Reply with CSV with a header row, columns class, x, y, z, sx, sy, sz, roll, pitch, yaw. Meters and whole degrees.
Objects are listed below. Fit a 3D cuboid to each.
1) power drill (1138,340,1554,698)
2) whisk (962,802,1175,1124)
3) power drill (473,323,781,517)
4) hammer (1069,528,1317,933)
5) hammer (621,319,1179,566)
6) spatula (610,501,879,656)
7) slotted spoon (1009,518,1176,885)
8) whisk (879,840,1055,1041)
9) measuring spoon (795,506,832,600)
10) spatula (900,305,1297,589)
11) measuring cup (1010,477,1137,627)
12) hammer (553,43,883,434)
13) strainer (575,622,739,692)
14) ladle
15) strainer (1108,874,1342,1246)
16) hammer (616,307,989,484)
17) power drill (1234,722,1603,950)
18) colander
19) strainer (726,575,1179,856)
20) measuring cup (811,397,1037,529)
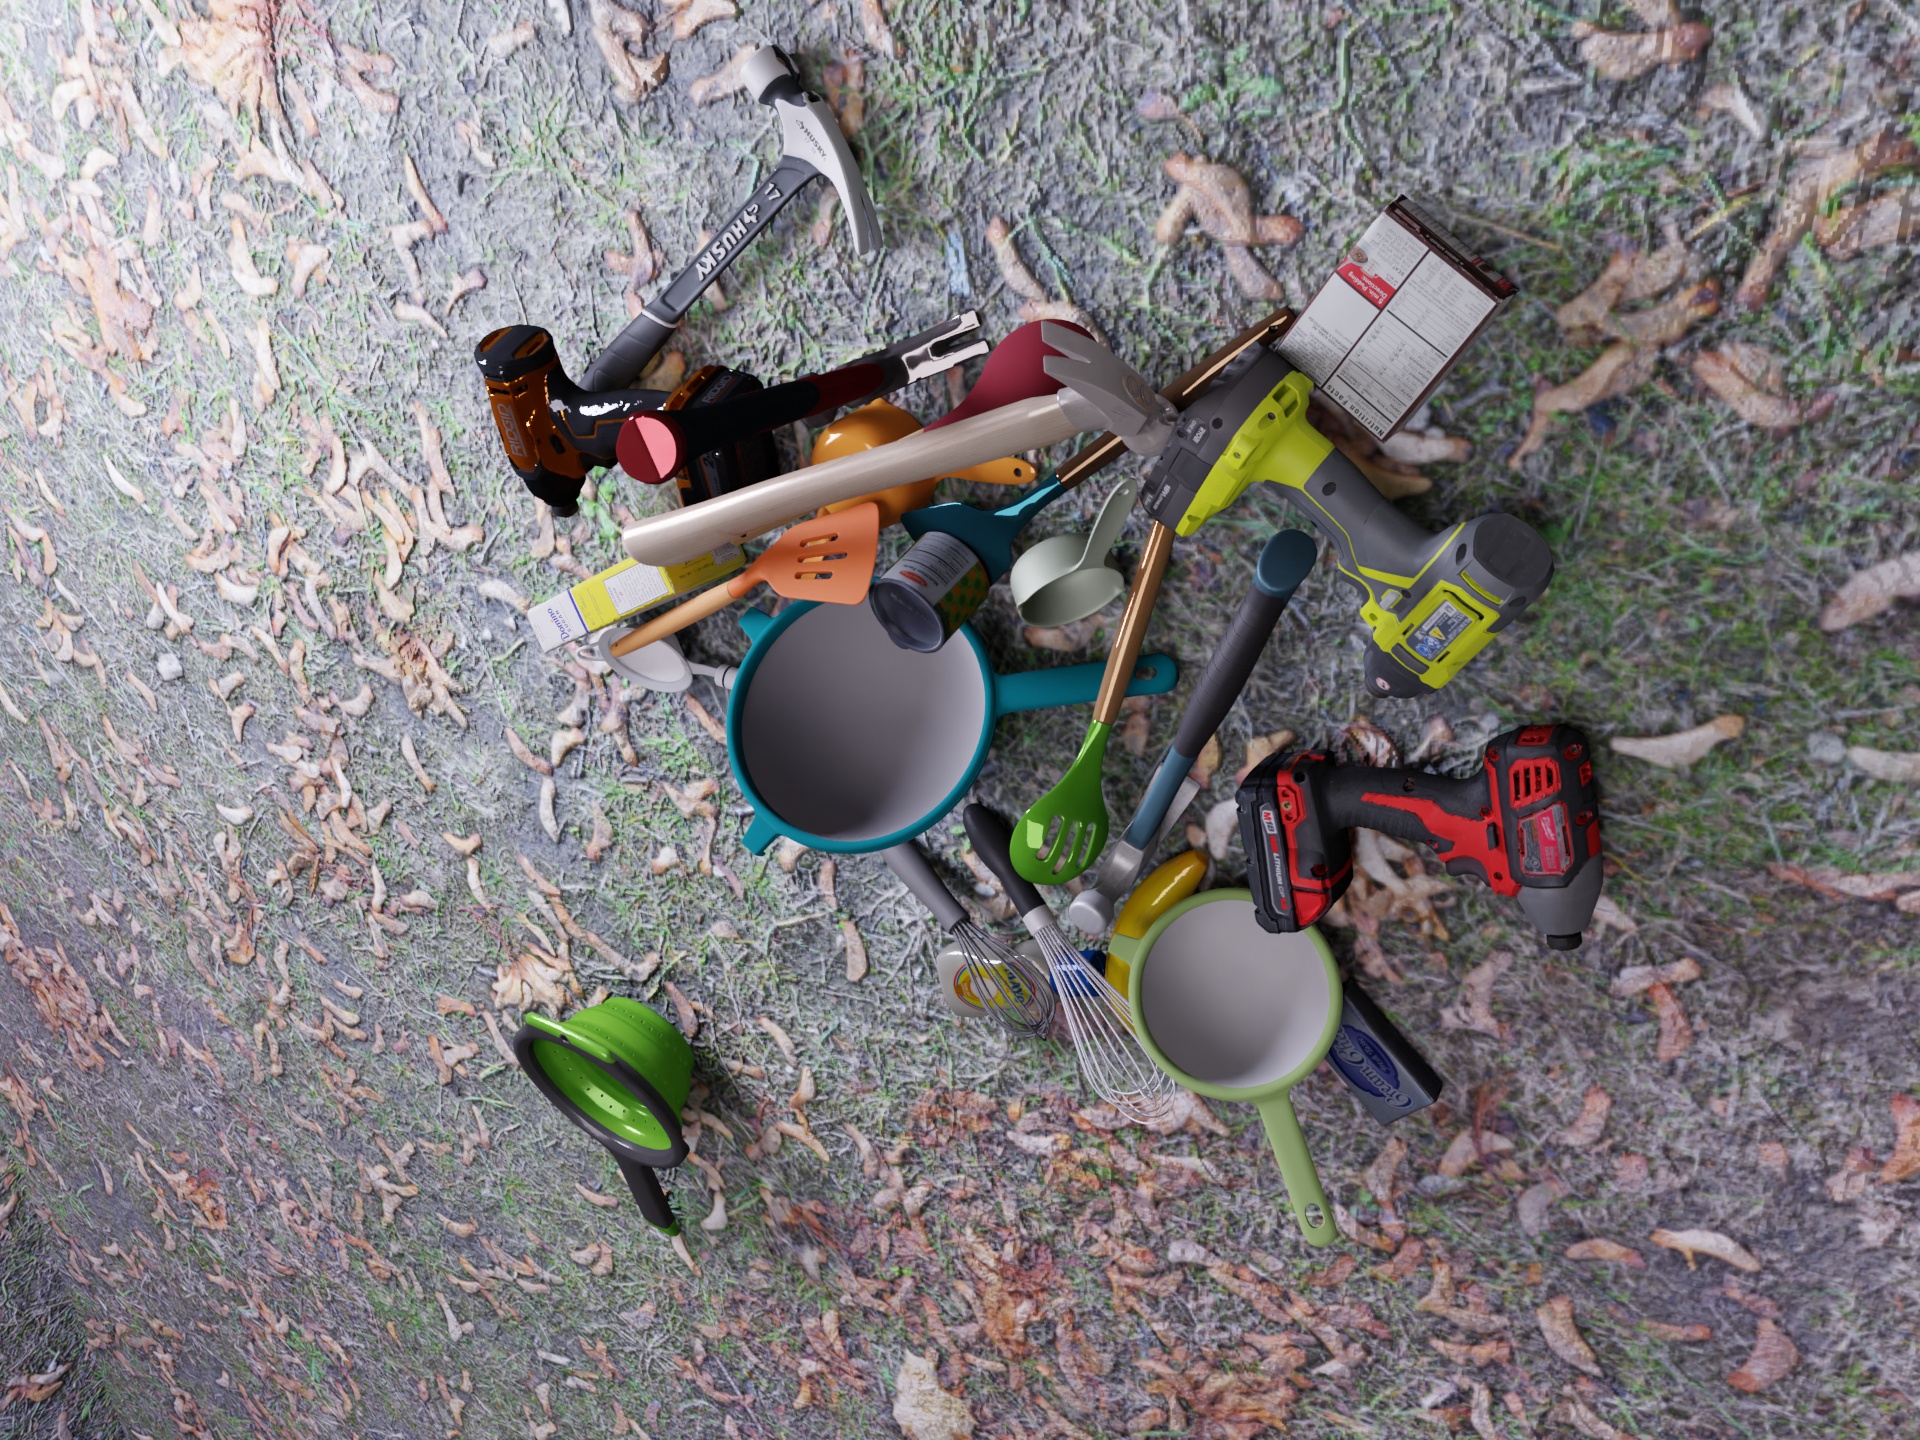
class,x,y,z,sx,sy,sz,roll,pitch,yaw
power drill,0.227,-0.111,0.975,0.223,0.080,0.171,40,152,7
whisk,0.077,0.181,1.216,0.285,0.070,0.070,57,133,21
power drill,-0.257,-0.211,1.232,0.226,0.084,0.164,14,138,19
hammer,0.154,0.007,1.038,0.033,0.128,0.330,32,138,11
hammer,-0.071,-0.165,1.047,0.411,0.146,0.038,-11,74,31
spatula,-0.177,-0.090,1.216,0.322,0.041,0.081,-18,58,47
slotted spoon,0.104,-0.024,1.089,0.070,0.031,0.313,12,105,-20
whisk,-0.003,0.163,1.274,0.239,0.055,0.055,48,132,27
measuring spoon,-0.108,-0.138,1.242,0.021,0.011,0.116,40,127,25
spatula,0.089,-0.180,1.059,0.317,0.044,0.082,-33,104,29
measuring cup,0.082,-0.121,1.062,0.167,0.083,0.038,115,140,-57
hammer,-0.213,-0.313,1.205,0.409,0.036,0.149,-33,94,41
strainer,-0.204,-0.040,1.337,0.258,0.050,0.086,17,148,19
ladle,-0.042,-0.187,1.102,0.315,0.031,0.069,-22,105,29
strainer,0.218,0.247,1.149,0.151,0.069,0.256,-21,79,9
hammer,-0.091,-0.196,0.953,0.143,0.386,0.038,-18,102,19
power drill,0.301,0.081,1.035,0.220,0.078,0.143,-5,103,32
colander,-0.323,0.398,1.623,0.205,0.094,0.396,19,141,24
strainer,-0.002,-0.004,1.188,0.340,0.095,0.211,-8,72,14
measuring cup,-0.031,-0.177,1.141,0.174,0.052,0.095,10,118,32
